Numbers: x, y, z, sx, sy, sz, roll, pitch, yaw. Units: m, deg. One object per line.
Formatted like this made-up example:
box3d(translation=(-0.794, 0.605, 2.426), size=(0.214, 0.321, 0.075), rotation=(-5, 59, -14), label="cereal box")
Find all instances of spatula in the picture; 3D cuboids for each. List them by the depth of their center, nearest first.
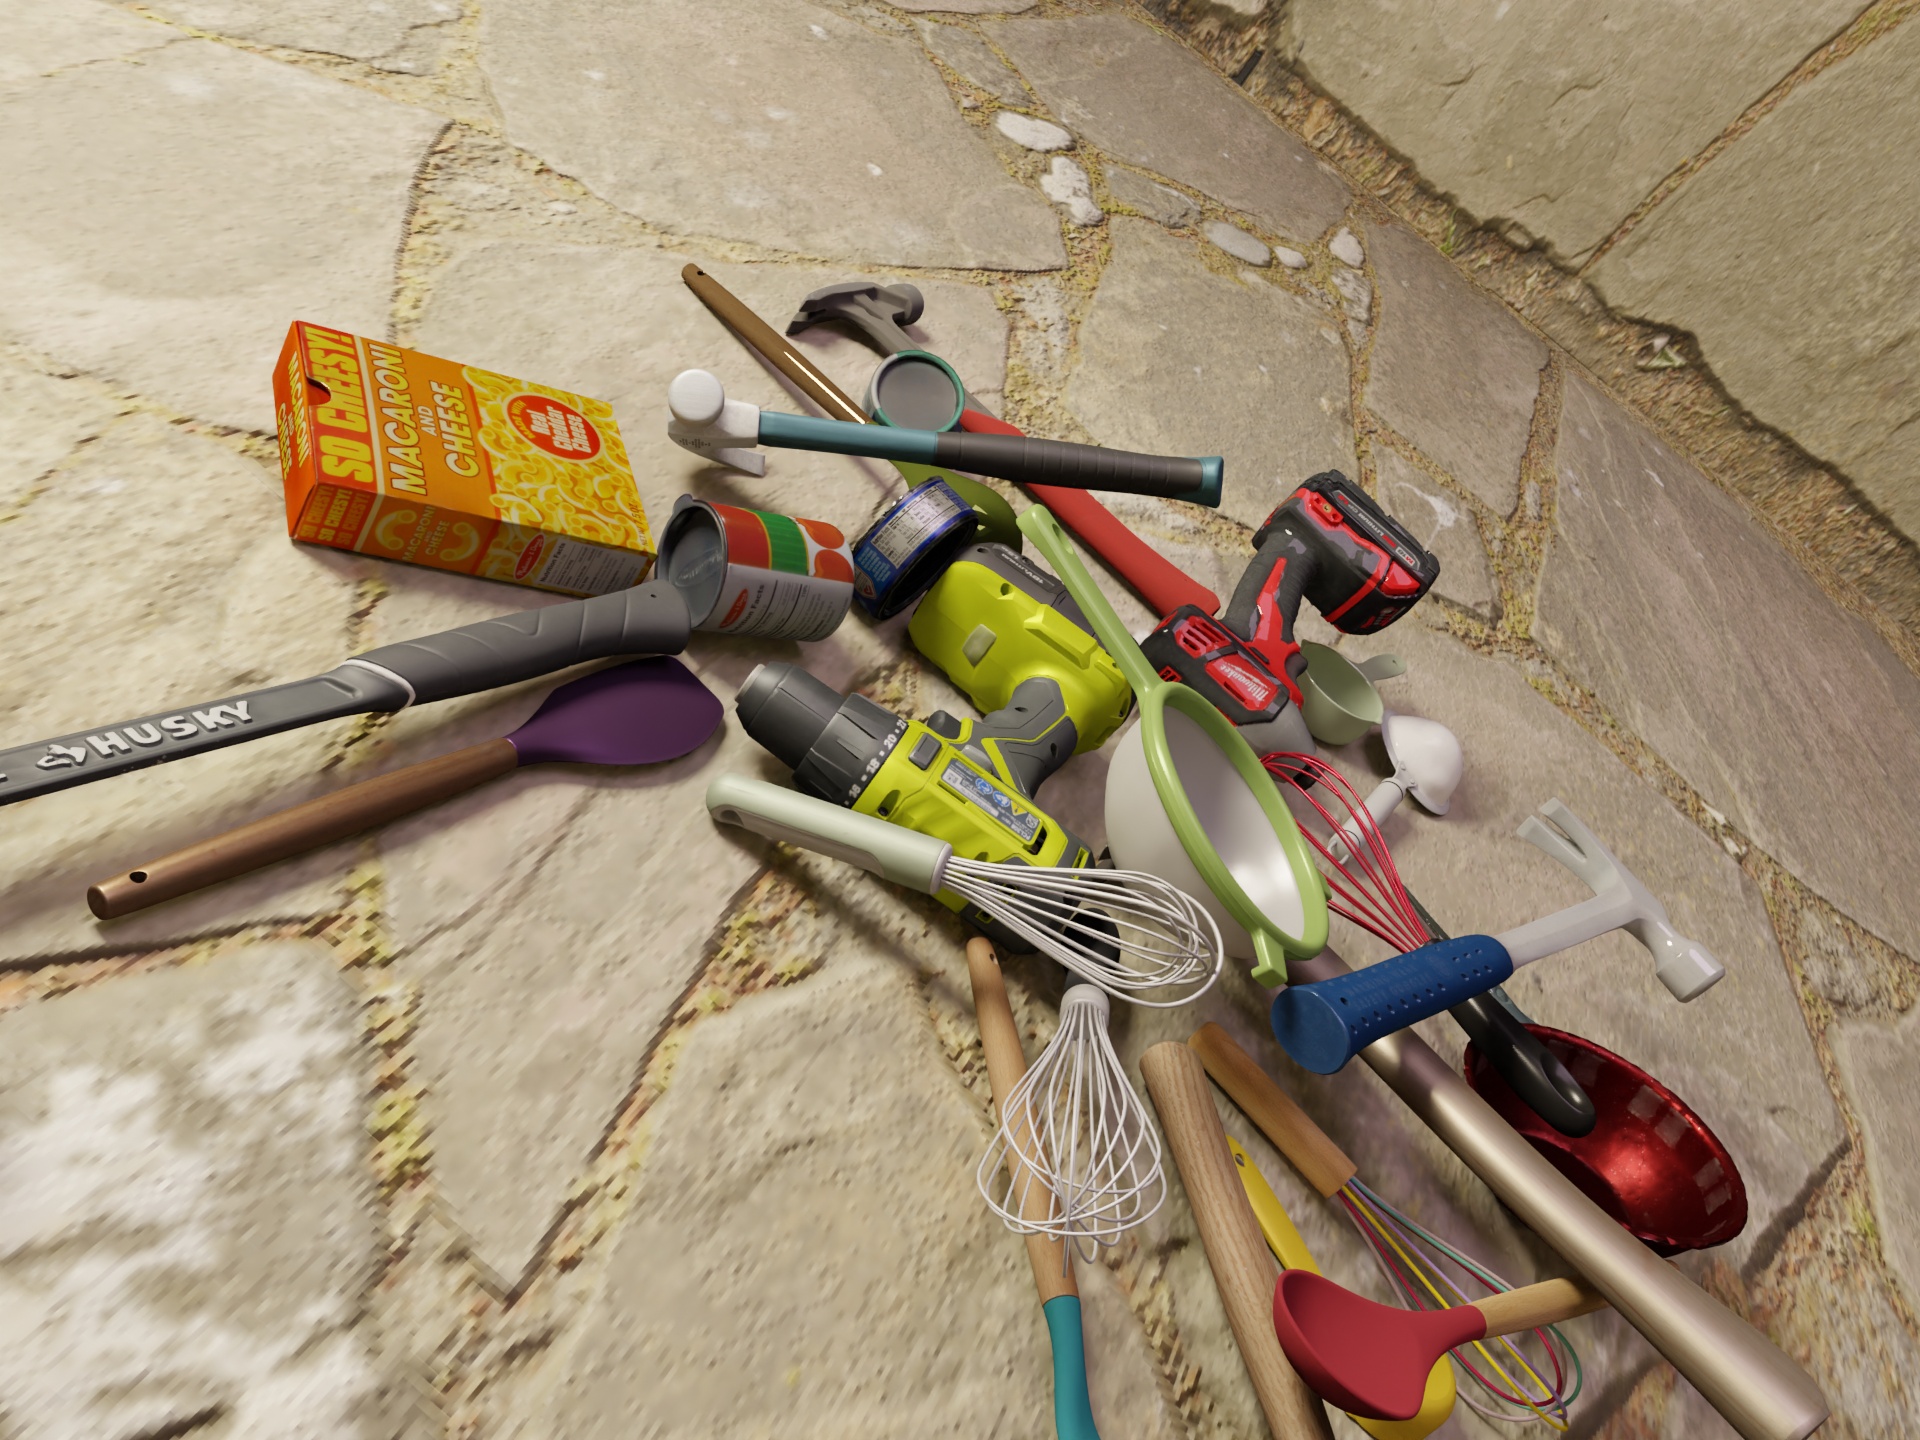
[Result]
box3d(translation=(0.045, 0.211, 0.653), size=(0.082, 0.044, 0.318), rotation=(38, 26, -39), label="spatula")
box3d(translation=(-0.206, 0.023, 0.659), size=(0.060, 0.018, 0.316), rotation=(44, 32, 14), label="spatula")

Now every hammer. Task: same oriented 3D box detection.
box3d(translation=(-0.250, -0.011, 0.625), size=(0.149, 0.036, 0.409), rotation=(35, 28, 19), label="hammer")
box3d(translation=(0.132, 0.271, 0.652), size=(0.129, 0.031, 0.332), rotation=(41, 21, -39), label="hammer")
box3d(translation=(0.229, 0.185, 0.781), size=(0.146, 0.038, 0.411), rotation=(-1, 35, -43), label="hammer")
box3d(translation=(0.288, 0.122, 0.858), size=(0.405, 0.035, 0.144), rotation=(-5, 51, -47), label="hammer")
box3d(translation=(-0.002, -0.156, 0.922), size=(0.331, 0.033, 0.128), rotation=(5, -1, -10), label="hammer")
box3d(translation=(0.039, -0.187, 1.133), size=(0.359, 0.036, 0.149), rotation=(44, 33, 9), label="hammer")

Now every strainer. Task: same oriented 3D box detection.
box3d(translation=(0.084, 0.017, 0.782), size=(0.256, 0.069, 0.151), rotation=(57, 24, 3), label="strainer")
box3d(translation=(0.305, 0.047, 1.107), size=(0.087, 0.050, 0.258), rotation=(57, 38, 1), label="strainer")

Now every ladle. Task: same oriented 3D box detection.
box3d(translation=(0.241, 0.261, 0.705), size=(0.315, 0.031, 0.069), rotation=(8, 33, -40), label="ladle")
box3d(translation=(-0.080, -0.194, 1.031), size=(0.078, 0.062, 0.320), rotation=(-31, 64, -35), label="ladle")

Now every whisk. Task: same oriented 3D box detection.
box3d(translation=(0.052, 0.142, 0.692), size=(0.070, 0.070, 0.285), rotation=(36, 16, -4), label="whisk")
box3d(translation=(-0.002, 0.070, 0.713), size=(0.246, 0.057, 0.059), rotation=(18, 60, 11), label="whisk")
box3d(translation=(0.201, 0.241, 0.770), size=(0.245, 0.051, 0.047), rotation=(46, 39, 17), label="whisk")
box3d(translation=(0.253, 0.119, 0.911), size=(0.073, 0.073, 0.296), rotation=(3, 38, -42), label="whisk")

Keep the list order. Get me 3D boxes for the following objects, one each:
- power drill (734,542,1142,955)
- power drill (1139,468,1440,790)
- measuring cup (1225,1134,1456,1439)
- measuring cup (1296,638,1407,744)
box3d(translation=(-0.001, -0.003, 0.837), size=(0.190, 0.080, 0.229), rotation=(36, 35, -3), label="power drill")
box3d(translation=(0.224, -0.058, 1.068), size=(0.143, 0.078, 0.220), rotation=(43, 57, 2), label="power drill")
box3d(translation=(0.171, 0.254, 0.733), size=(0.062, 0.029, 0.157), rotation=(-6, 55, -47), label="measuring cup")
box3d(translation=(0.288, -0.024, 1.177), size=(0.083, 0.038, 0.167), rotation=(50, 33, 17), label="measuring cup")
